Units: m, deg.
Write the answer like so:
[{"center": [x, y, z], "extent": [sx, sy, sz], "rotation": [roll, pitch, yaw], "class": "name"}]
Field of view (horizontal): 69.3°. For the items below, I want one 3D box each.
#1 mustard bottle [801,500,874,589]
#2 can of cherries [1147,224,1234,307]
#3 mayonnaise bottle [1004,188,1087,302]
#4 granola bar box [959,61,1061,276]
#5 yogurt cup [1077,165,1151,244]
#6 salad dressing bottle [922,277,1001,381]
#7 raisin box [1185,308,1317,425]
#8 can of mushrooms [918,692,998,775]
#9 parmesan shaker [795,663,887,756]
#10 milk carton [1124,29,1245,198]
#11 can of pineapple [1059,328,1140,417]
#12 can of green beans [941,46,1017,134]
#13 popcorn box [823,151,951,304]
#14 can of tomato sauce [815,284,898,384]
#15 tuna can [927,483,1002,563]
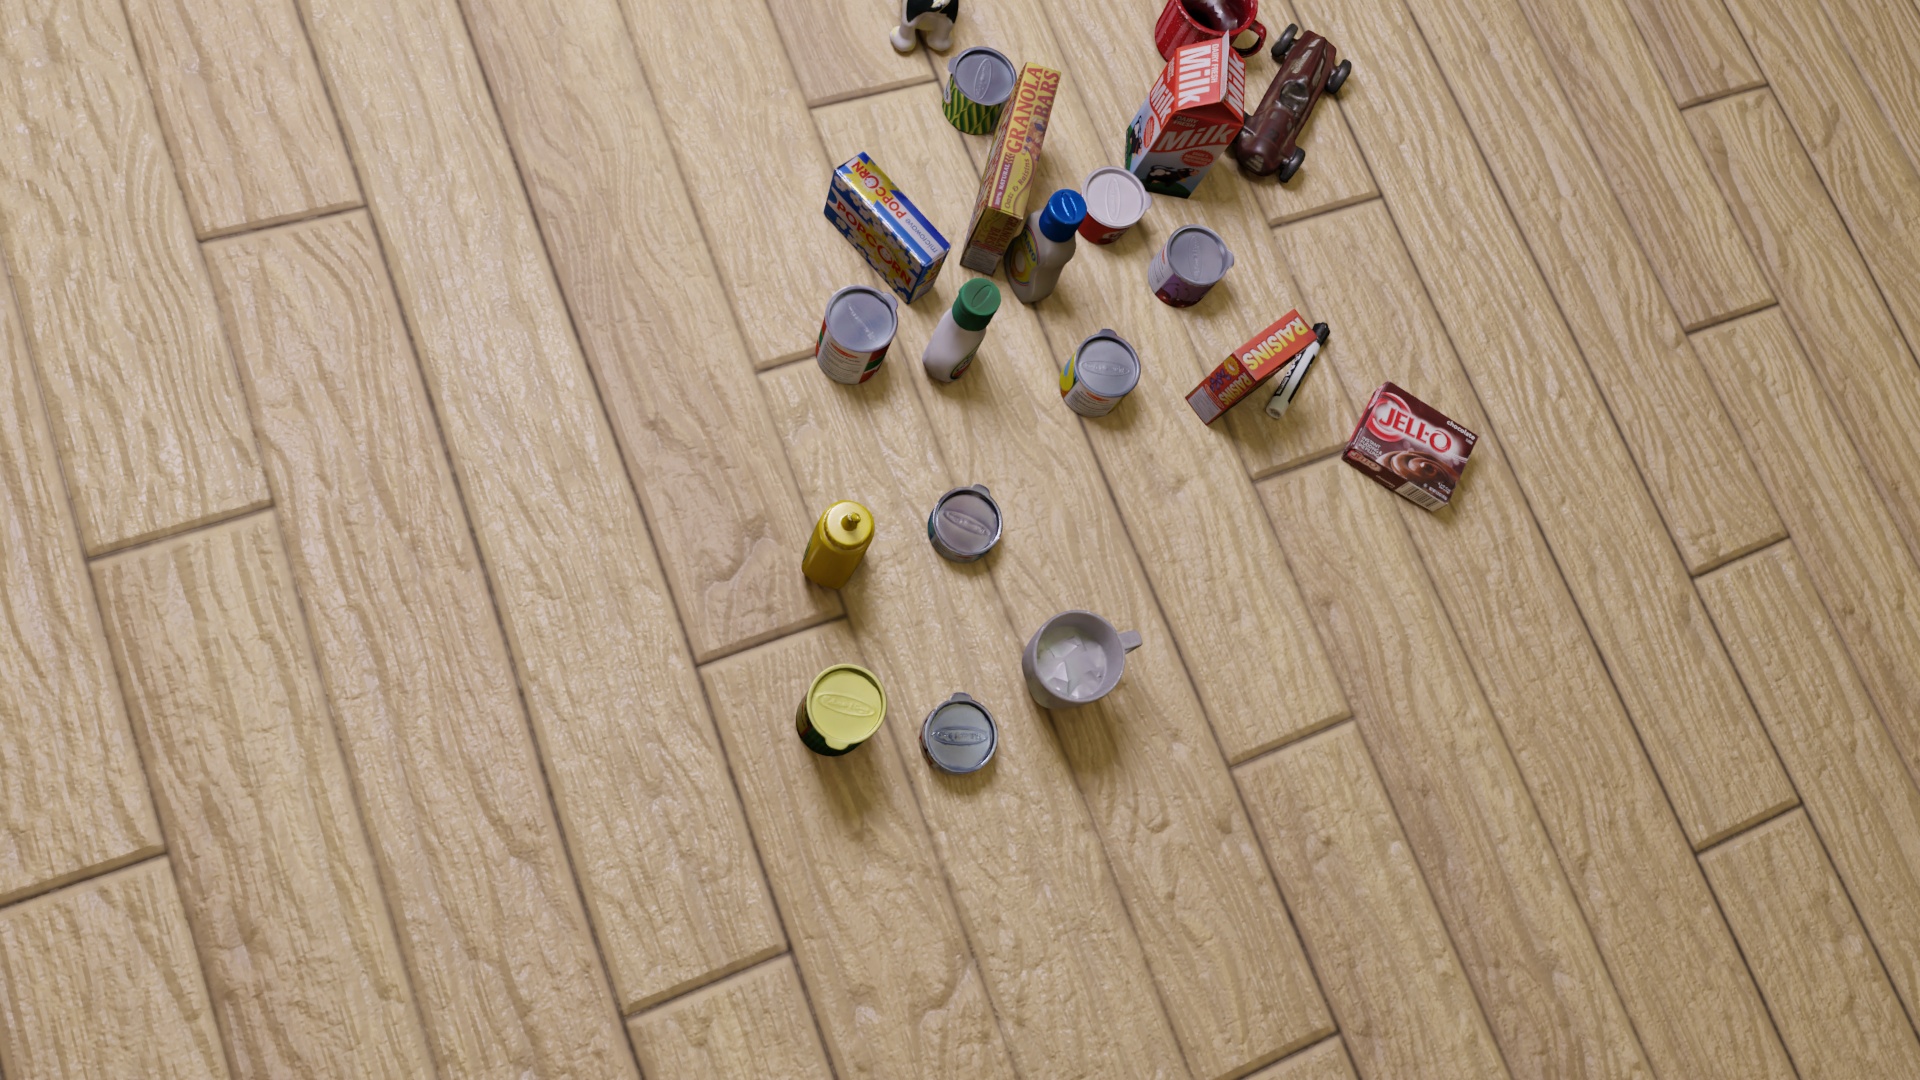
[{"center": [-0.102, -0.003, 1.190], "extent": [0.049, 0.159, 0.065], "rotation": [25, 71, -5], "class": "mustard bottle"}, {"center": [0.231, -0.274, 1.397], "extent": [0.071, 0.058, 0.071], "rotation": [3, 74, -12], "class": "can of cherries"}, {"center": [0.081, -0.282, 1.318], "extent": [0.041, 0.147, 0.065], "rotation": [-16, 79, -16], "class": "mayonnaise bottle"}, {"center": [0.046, -0.358, 1.344], "extent": [0.039, 0.124, 0.166], "rotation": [17, 72, -8], "class": "granola bar box"}, {"center": [0.148, -0.334, 1.398], "extent": [0.072, 0.053, 0.072], "rotation": [3, 74, -12], "class": "yogurt cup"}, {"center": [0.002, -0.193, 1.274], "extent": [0.044, 0.147, 0.064], "rotation": [38, 70, -1], "class": "salad dressing bottle"}, {"center": [0.279, -0.166, 1.343], "extent": [0.086, 0.123, 0.040], "rotation": [-35, 85, -19], "class": "raisin box"}, {"center": [-0.002, 0.172, 1.230], "extent": [0.071, 0.033, 0.071], "rotation": [3, 74, -12], "class": "can of mushrooms"}, {"center": [-0.104, 0.148, 1.176], "extent": [0.071, 0.102, 0.071], "rotation": [3, 74, -12], "class": "parmesan shaker"}, {"center": [0.226, -0.417, 1.367], "extent": [0.073, 0.190, 0.072], "rotation": [8, 73, -11], "class": "milk carton"}, {"center": [0.135, -0.160, 1.343], "extent": [0.071, 0.057, 0.071], "rotation": [3, 74, -12], "class": "can of pineapple"}, {"center": [0.018, -0.453, 1.400], "extent": [0.071, 0.057, 0.071], "rotation": [3, 74, -12], "class": "can of green beans"}, {"center": [-0.071, -0.295, 1.320], "extent": [0.038, 0.085, 0.127], "rotation": [-41, 87, -19], "class": "popcorn box"}, {"center": [-0.096, -0.190, 1.285], "extent": [0.071, 0.083, 0.071], "rotation": [3, 74, -12], "class": "can of tomato sauce"}, {"center": [0.005, -0.016, 1.285], "extent": [0.071, 0.032, 0.071], "rotation": [3, 74, -12], "class": "tuna can"}]
